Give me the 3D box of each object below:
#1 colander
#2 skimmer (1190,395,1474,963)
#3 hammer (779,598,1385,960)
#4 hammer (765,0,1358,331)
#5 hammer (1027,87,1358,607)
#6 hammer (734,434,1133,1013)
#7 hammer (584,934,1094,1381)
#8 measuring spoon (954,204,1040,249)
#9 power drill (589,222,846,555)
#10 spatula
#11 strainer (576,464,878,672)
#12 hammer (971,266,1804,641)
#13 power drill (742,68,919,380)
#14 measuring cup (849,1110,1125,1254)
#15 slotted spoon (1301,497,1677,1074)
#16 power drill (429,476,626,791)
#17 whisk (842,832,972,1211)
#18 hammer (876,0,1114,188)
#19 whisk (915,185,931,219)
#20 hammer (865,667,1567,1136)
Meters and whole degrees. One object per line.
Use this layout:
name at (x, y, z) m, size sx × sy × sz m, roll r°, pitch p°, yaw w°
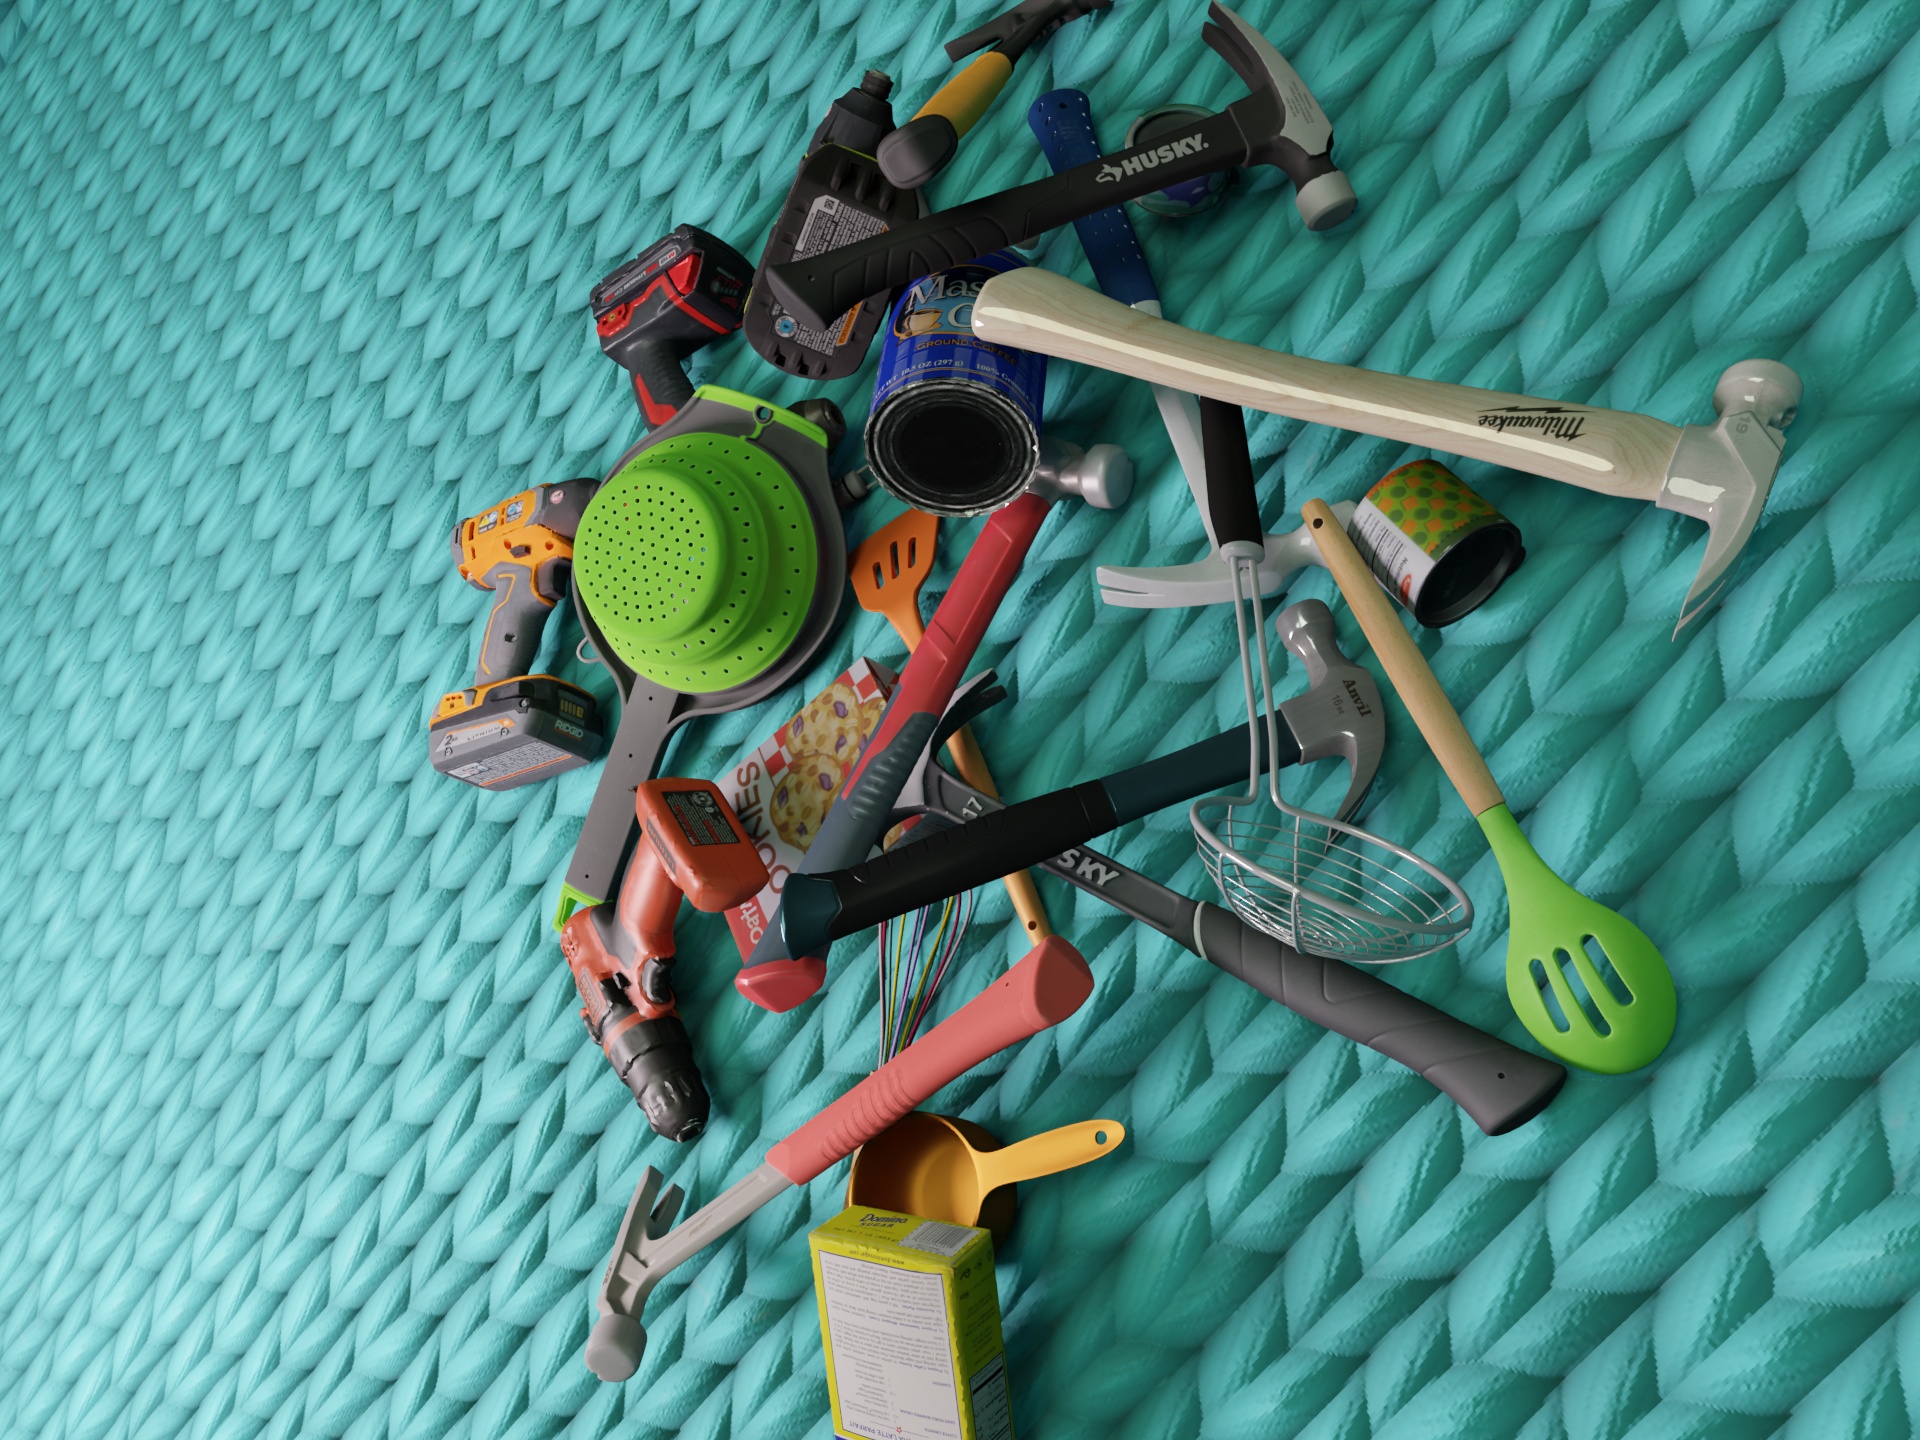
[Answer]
colander at (-0.214, -0.031, 1.057) m, size 0.204 × 0.094 × 0.397 m, roll 24°, pitch 98°, yaw 17°
skimmer at (0.158, -0.048, 0.763) m, size 0.090 × 0.127 × 0.364 m, roll 127°, pitch 148°, yaw -51°
hammer at (0.062, 0.046, 0.817) m, size 0.331 × 0.033 × 0.128 m, roll -20°, pitch 62°, yaw -3°
hammer at (0.049, -0.302, 0.914) m, size 0.335 × 0.035 × 0.146 m, roll -21°, pitch 79°, yaw -6°
hammer at (0.105, -0.236, 0.953) m, size 0.144 × 0.035 × 0.406 m, roll -17°, pitch 59°, yaw 3°
hammer at (-0.036, -0.013, 0.916) m, size 0.143 × 0.038 × 0.386 m, roll 10°, pitch 60°, yaw 35°
hammer at (-0.071, 0.223, 0.876) m, size 0.359 × 0.036 × 0.149 m, roll -40°, pitch 18°, yaw 21°
measuring spoon at (0.016, -0.330, 1.055) m, size 0.124 × 0.018 × 0.034 m, roll 32°, pitch 135°, yaw 57°
power drill at (-0.177, -0.244, 1.151) m, size 0.188 × 0.080 × 0.227 m, roll -25°, pitch 64°, yaw 26°
spatula at (-0.002, -0.003, 0.979) m, size 0.081 × 0.041 × 0.323 m, roll -32°, pitch 63°, yaw 20°
strainer at (-0.158, -0.109, 1.113) m, size 0.258 × 0.050 × 0.087 m, roll -29°, pitch 92°, yaw 17°
hammer at (0.186, -0.158, 0.801) m, size 0.411 × 0.038 × 0.146 m, roll 19°, pitch 65°, yaw 24°
power drill at (-0.082, -0.324, 1.032) m, size 0.223 × 0.080 × 0.171 m, roll -98°, pitch 30°, yaw -60°
measuring cup at (0.023, 0.246, 0.858) m, size 0.173 × 0.052 × 0.095 m, roll -24°, pitch 62°, yaw 25°
slotted spoon at (0.239, 0.022, 0.763) m, size 0.070 × 0.031 × 0.314 m, roll -36°, pitch 66°, yaw 27°
power drill at (-0.315, -0.075, 1.188) m, size 0.164 × 0.084 × 0.227 m, roll -17°, pitch 62°, yaw 30°
whisk at (-0.036, 0.185, 0.927) m, size 0.047 × 0.051 × 0.245 m, roll 8°, pitch 82°, yaw 31°
hammer at (0.008, -0.391, 0.976) m, size 0.127 × 0.034 × 0.337 m, roll -19°, pitch 27°, yaw 30°
whisk at (-0.026, -0.333, 1.093) m, size 0.055 × 0.055 × 0.239 m, roll -36°, pitch 54°, yaw 20°
hammer at (0.113, 0.097, 0.831) m, size 0.409 × 0.036 × 0.149 m, roll 25°, pitch 72°, yaw 32°
